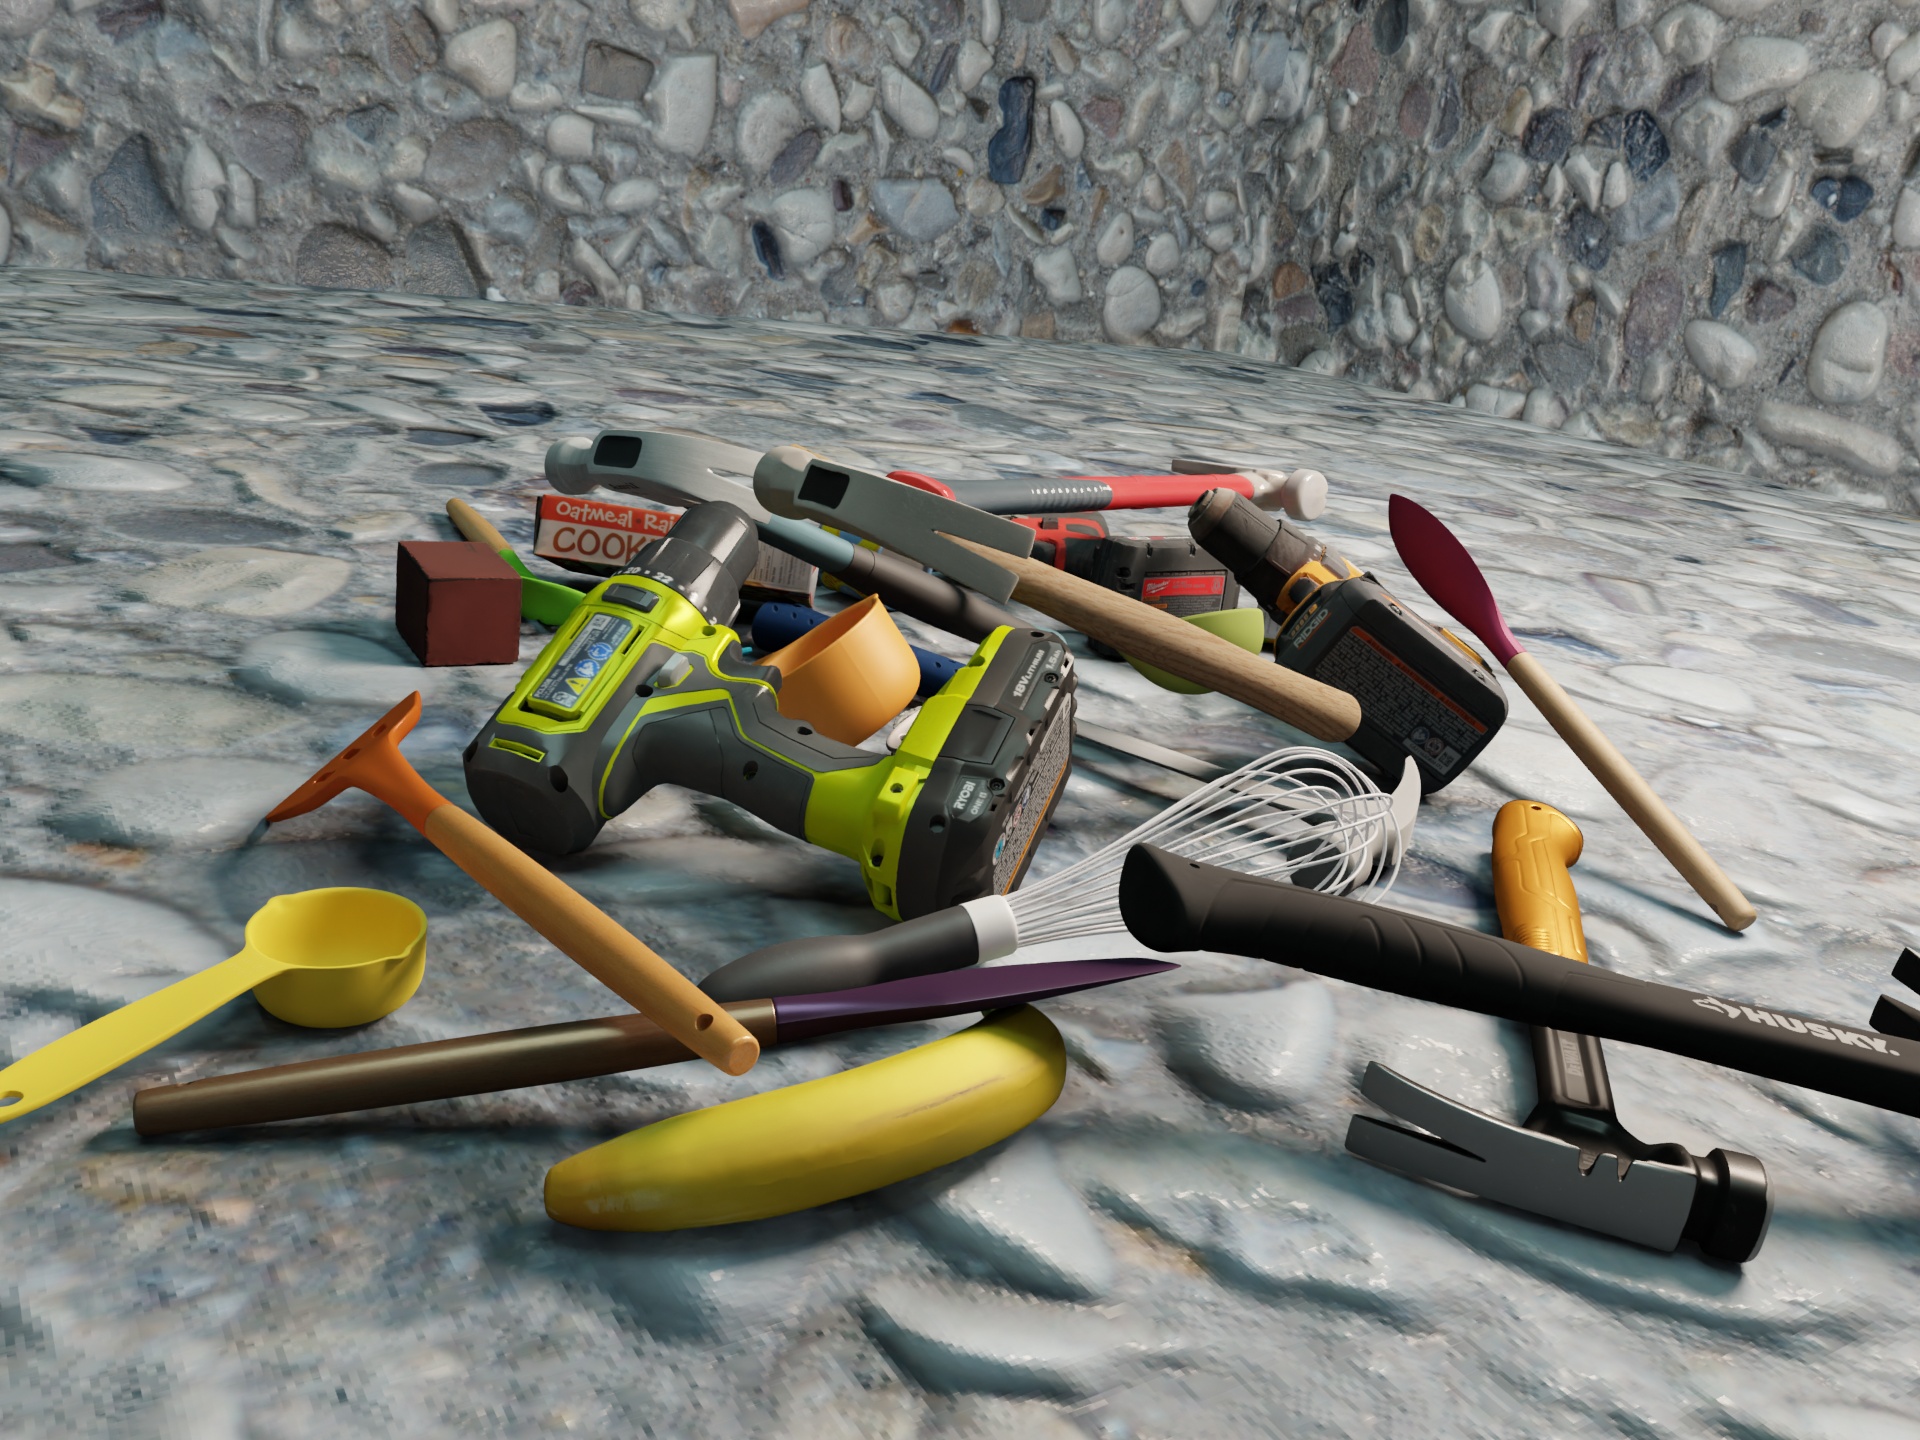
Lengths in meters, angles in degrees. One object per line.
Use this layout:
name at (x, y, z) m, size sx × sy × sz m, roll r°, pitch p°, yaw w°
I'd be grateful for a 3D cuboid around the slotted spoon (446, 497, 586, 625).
slotted spoon at (-0.306, -0.111, 1.057) m, size 0.070 × 0.031 × 0.314 m, roll 17°, pitch 9°, yaw -32°

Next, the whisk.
whisk at (0.040, 0.069, 0.583) m, size 0.284 × 0.070 × 0.070 m, roll -14°, pitch 25°, yaw -18°

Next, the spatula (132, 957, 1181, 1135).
spatula at (-0.084, 0.097, 0.496) m, size 0.316 × 0.018 × 0.060 m, roll -6°, pitch -3°, yaw -15°

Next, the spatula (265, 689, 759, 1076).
spatula at (-0.165, 0.050, 0.558) m, size 0.323 × 0.041 × 0.081 m, roll 25°, pitch 62°, yaw 43°

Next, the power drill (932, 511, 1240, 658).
power drill at (0.069, -0.112, 1.137) m, size 0.187 × 0.080 × 0.227 m, roll -5°, pitch 20°, yaw -33°

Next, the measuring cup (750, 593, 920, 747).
measuring cup at (-0.081, -0.013, 0.828) m, size 0.095 × 0.052 × 0.173 m, roll -40°, pitch 12°, yaw -23°

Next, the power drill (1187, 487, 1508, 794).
power drill at (0.220, -0.061, 0.949) m, size 0.185 × 0.084 × 0.226 m, roll 37°, pitch 17°, yaw -8°

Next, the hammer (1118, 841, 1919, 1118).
hammer at (0.218, 0.094, 0.544) m, size 0.335 × 0.035 × 0.146 m, roll 14°, pitch 20°, yaw 1°

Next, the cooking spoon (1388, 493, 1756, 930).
cooking spoon at (0.311, -0.014, 0.846) m, size 0.017 × 0.068 × 0.319 m, roll -25°, pitch 51°, yaw -4°

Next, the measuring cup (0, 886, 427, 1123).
measuring cup at (-0.232, 0.095, 0.492) m, size 0.062 × 0.029 × 0.156 m, roll 17°, pitch 25°, yaw 24°

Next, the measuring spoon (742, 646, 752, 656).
measuring spoon at (-0.138, -0.024, 0.888) m, size 0.042 × 0.021 × 0.128 m, roll -21°, pitch 4°, yaw 14°

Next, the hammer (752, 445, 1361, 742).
hammer at (0.071, -0.046, 0.726) m, size 0.331 × 0.031 × 0.130 m, roll 20°, pitch 4°, yaw -35°

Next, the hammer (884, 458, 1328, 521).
hammer at (0.087, -0.160, 1.112) m, size 0.386 × 0.038 × 0.143 m, roll -9°, pitch 18°, yaw -42°

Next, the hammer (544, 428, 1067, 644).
hammer at (-0.060, -0.087, 0.888) m, size 0.128 × 0.033 × 0.330 m, roll 7°, pitch -11°, yaw 46°

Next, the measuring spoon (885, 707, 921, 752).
measuring spoon at (-0.001, -0.002, 0.780) m, size 0.034 × 0.018 × 0.124 m, roll 19°, pitch 29°, yaw 25°

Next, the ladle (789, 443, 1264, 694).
ladle at (0.028, -0.102, 0.919) m, size 0.320 × 0.062 × 0.078 m, roll 30°, pitch 11°, yaw 22°

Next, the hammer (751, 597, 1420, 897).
hammer at (0.053, -0.001, 0.866) m, size 0.406 × 0.035 × 0.144 m, roll 20°, pitch 23°, yaw 32°

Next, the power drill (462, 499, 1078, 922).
power drill at (-0.070, -0.009, 0.681) m, size 0.228 × 0.080 × 0.191 m, roll 16°, pitch 51°, yaw 16°

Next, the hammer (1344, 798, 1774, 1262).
hammer at (0.233, 0.098, 0.652) m, size 0.127 × 0.034 × 0.337 m, roll 13°, pitch 19°, yaw 13°
